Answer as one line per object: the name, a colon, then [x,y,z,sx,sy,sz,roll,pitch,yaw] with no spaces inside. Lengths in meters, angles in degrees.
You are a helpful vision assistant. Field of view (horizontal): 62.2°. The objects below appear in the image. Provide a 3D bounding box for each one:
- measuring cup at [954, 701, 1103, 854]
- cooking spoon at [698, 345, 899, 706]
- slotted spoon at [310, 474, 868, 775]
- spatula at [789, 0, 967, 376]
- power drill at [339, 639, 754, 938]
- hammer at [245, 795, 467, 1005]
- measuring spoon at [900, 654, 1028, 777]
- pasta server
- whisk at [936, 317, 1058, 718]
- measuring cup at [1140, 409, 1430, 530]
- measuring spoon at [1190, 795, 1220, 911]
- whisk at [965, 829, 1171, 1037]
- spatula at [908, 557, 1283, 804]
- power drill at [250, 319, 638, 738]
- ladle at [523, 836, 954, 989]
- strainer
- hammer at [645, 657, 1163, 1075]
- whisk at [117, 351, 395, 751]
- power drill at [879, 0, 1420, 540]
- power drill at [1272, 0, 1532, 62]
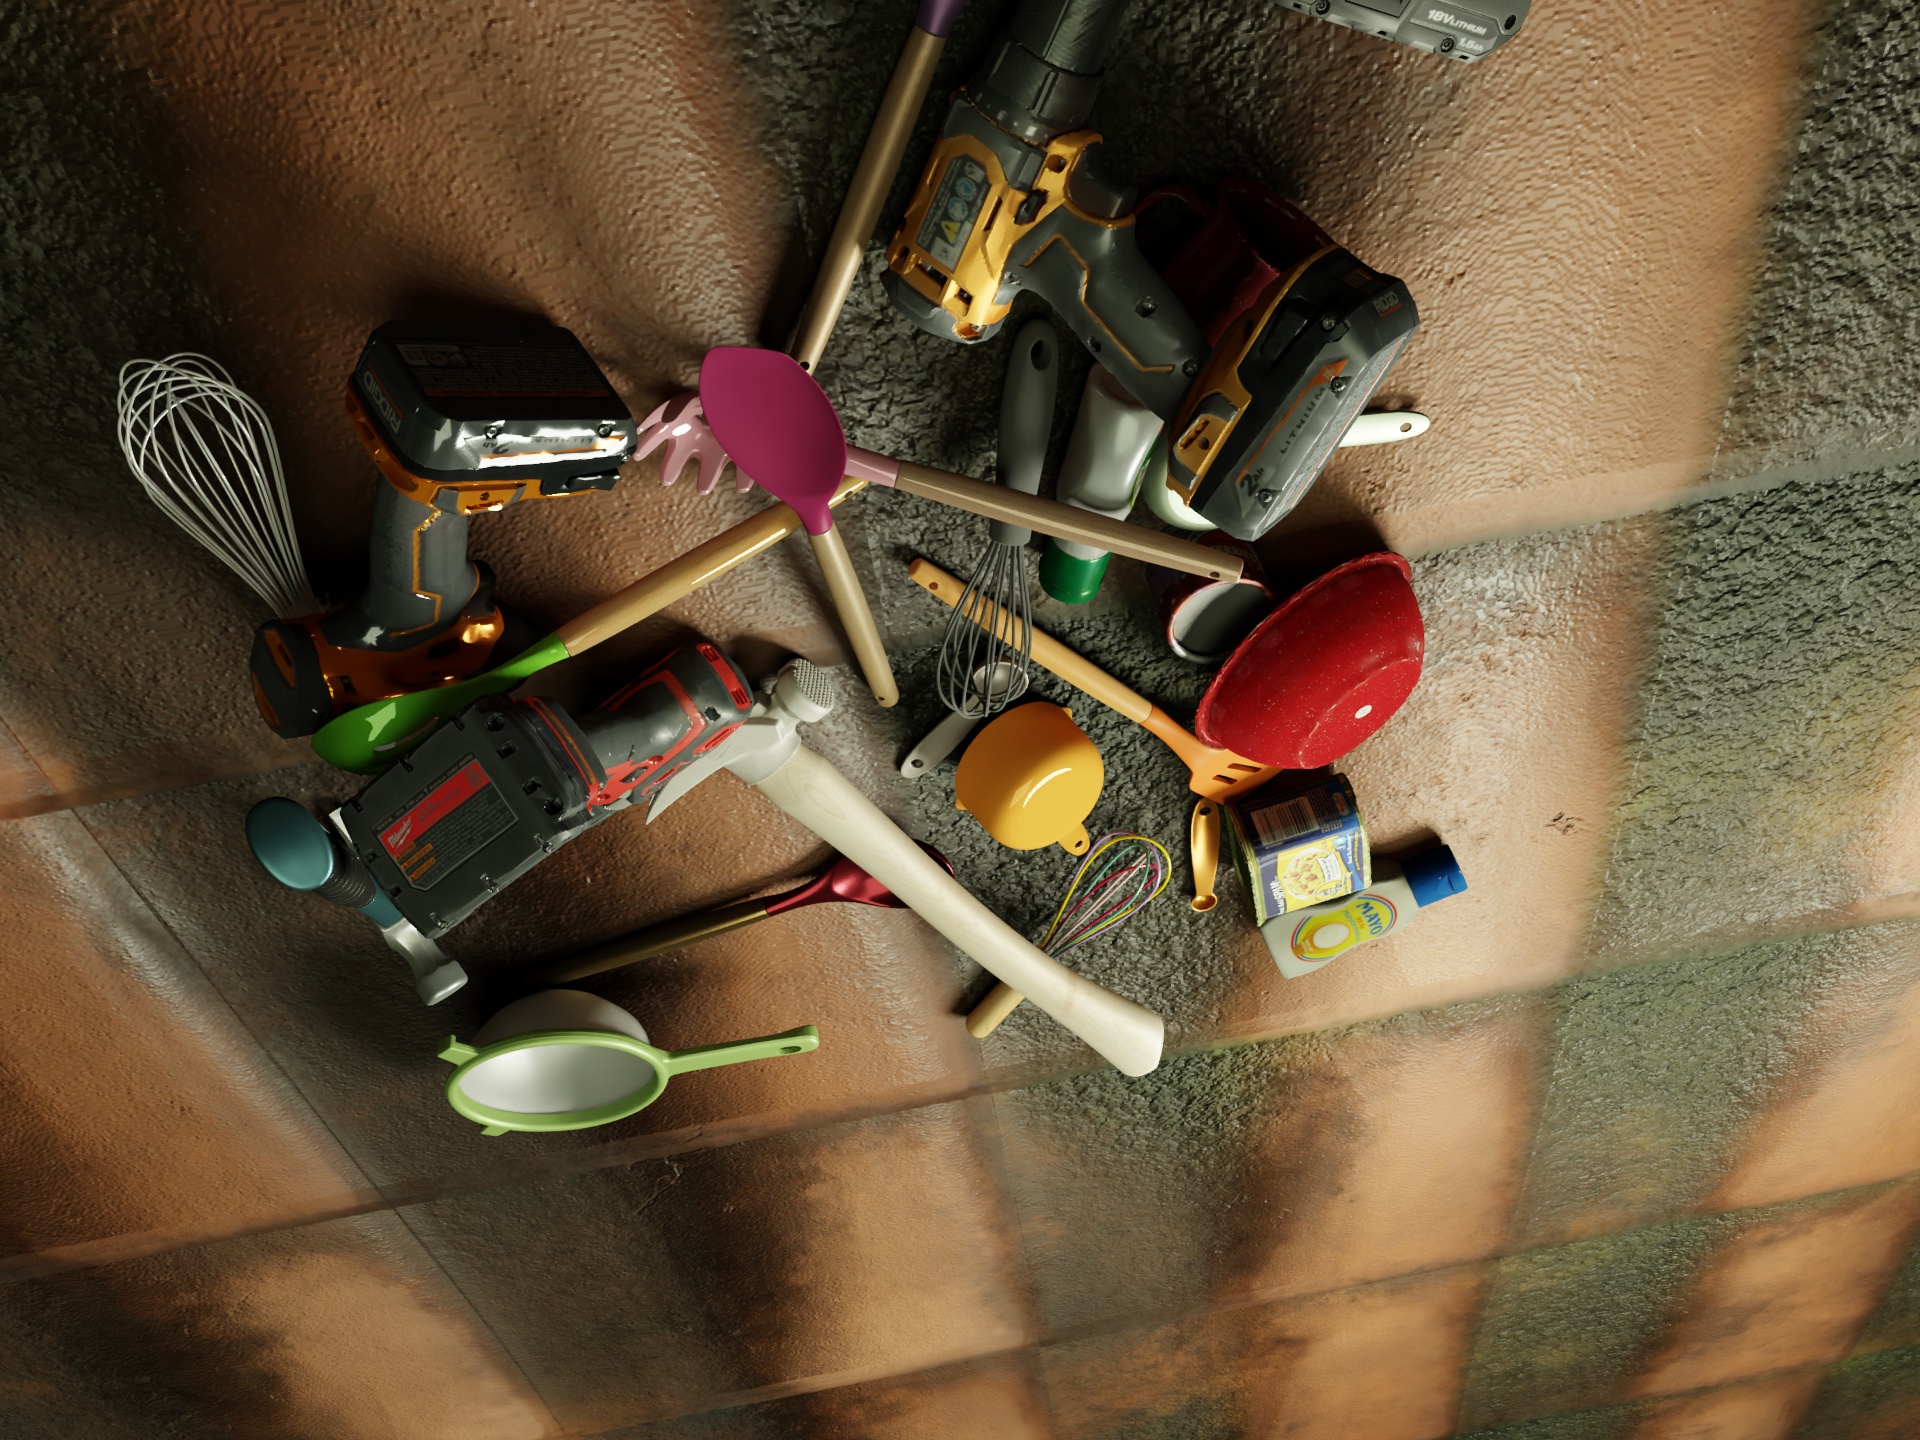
measuring cup: [0.063,0.059,1.022,0.095,0.052,0.173,-40,140,-2]
cooking spoon: [-0.069,-0.089,0.833,0.069,0.017,0.318,8,153,14]
slotted spoon: [-0.183,-0.053,0.820,0.314,0.031,0.070,-31,163,-11]
spatula: [-0.025,-0.283,0.706,0.059,0.018,0.315,13,129,-20]
power drill: [-0.227,0.039,0.861,0.188,0.227,0.080,-35,90,21]
hammer: [-0.329,0.088,0.860,0.033,0.128,0.331,-35,176,-16]
measuring spoon: [-0.002,-0.003,0.991,0.034,0.018,0.124,25,132,-24]
pasta server: [-0.008,-0.113,0.814,0.316,0.040,0.060,15,152,-4]
whisk: [0.023,-0.102,0.861,0.055,0.055,0.238,1,122,-12]
measuring cup: [0.178,-0.144,0.867,0.167,0.038,0.083,-7,135,-1]
measuring spoon: [0.171,0.093,1.122,0.021,0.011,0.116,-9,131,-3]
whisk: [0.073,0.162,1.146,0.047,0.051,0.245,13,134,-30]
spatula: [0.094,-0.022,0.984,0.322,0.041,0.081,30,124,-29]
power drill: [-0.247,-0.086,0.796,0.164,0.084,0.226,-12,147,-46]
ladle: [-0.155,0.136,1.086,0.315,0.031,0.069,-18,128,9]
strainer: [-0.231,0.221,1.122,0.256,0.069,0.151,-8,145,-7]
hammer: [-0.015,0.127,1.046,0.146,0.038,0.410,-36,119,23]
whisk: [-0.353,-0.072,0.826,0.070,0.070,0.284,-10,140,-2]
power drill: [0.084,-0.209,0.689,0.226,0.084,0.185,39,130,12]
power drill: [0.212,-0.386,0.612,0.190,0.080,0.228,8,129,-18]
